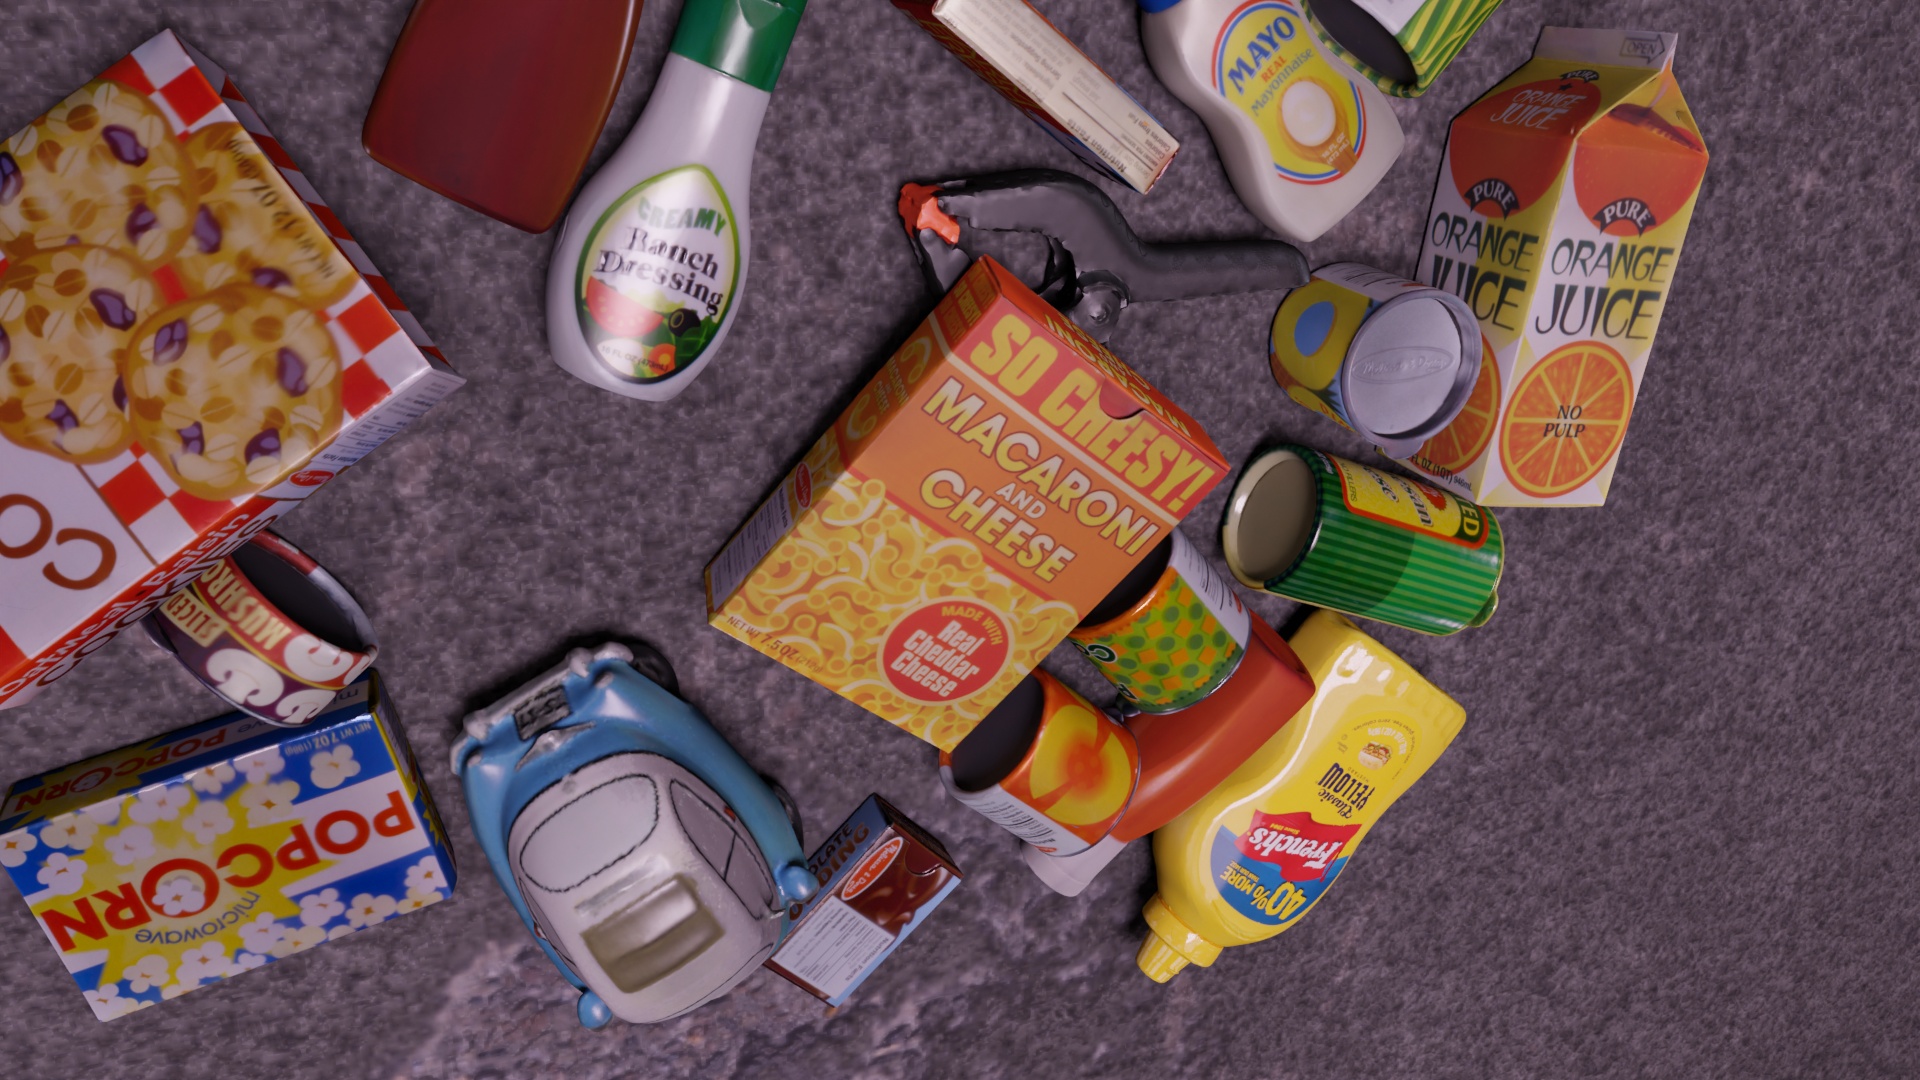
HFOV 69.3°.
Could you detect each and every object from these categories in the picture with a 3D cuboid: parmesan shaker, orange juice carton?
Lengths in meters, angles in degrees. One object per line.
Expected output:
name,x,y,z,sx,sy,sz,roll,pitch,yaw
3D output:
parmesan shaker,0.176,0.002,0.606,0.103,0.071,0.071,14,106,-26
orange juice carton,0.245,-0.115,0.585,0.073,0.072,0.191,-1,112,-22

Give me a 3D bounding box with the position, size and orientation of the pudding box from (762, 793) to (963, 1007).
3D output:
pudding box,-0.046,0.158,0.608,0.083,0.030,0.049,-47,119,2

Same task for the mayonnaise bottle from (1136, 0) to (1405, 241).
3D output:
mayonnaise bottle,0.104,-0.182,0.519,0.064,0.041,0.148,-47,120,4

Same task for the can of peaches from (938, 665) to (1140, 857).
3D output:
can of peaches,0.034,0.091,0.592,0.058,0.071,0.071,36,96,-29

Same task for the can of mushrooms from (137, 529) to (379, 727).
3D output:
can of mushrooms,-0.230,0.027,0.459,0.033,0.071,0.071,-44,120,-1

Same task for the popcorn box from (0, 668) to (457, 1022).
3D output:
popcorn box,-0.258,0.108,0.499,0.127,0.038,0.085,-18,117,-14

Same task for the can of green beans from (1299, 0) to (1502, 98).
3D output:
can of green beans,0.166,-0.209,0.518,0.071,0.071,0.058,38,95,-29

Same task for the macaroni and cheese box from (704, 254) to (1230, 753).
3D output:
macaroni and cheese box,0.002,-0.007,0.532,0.123,0.040,0.166,33,110,-30

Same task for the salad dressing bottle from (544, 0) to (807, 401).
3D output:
salad dressing bottle,-0.093,-0.122,0.466,0.064,0.044,0.147,16,105,-29

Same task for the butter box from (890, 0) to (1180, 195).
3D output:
butter box,0.027,-0.165,0.490,0.103,0.053,0.024,32,100,-28

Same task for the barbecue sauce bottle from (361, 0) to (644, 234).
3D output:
barbecue sauce bottle,-0.127,-0.174,0.431,0.065,0.044,0.148,23,101,-28

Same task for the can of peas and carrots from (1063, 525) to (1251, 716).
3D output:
can of peas and carrots,0.077,0.031,0.583,0.071,0.071,0.058,-44,119,0

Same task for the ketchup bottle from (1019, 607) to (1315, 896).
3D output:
ketchup bottle,0.087,0.095,0.618,0.043,0.065,0.148,35,105,-28

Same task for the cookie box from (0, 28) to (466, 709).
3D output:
cookie box,-0.255,-0.047,0.408,0.167,0.040,0.123,-37,92,-3

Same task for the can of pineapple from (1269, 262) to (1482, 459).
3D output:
can of pineapple,0.171,-0.077,0.579,0.071,0.058,0.070,-8,114,-18
